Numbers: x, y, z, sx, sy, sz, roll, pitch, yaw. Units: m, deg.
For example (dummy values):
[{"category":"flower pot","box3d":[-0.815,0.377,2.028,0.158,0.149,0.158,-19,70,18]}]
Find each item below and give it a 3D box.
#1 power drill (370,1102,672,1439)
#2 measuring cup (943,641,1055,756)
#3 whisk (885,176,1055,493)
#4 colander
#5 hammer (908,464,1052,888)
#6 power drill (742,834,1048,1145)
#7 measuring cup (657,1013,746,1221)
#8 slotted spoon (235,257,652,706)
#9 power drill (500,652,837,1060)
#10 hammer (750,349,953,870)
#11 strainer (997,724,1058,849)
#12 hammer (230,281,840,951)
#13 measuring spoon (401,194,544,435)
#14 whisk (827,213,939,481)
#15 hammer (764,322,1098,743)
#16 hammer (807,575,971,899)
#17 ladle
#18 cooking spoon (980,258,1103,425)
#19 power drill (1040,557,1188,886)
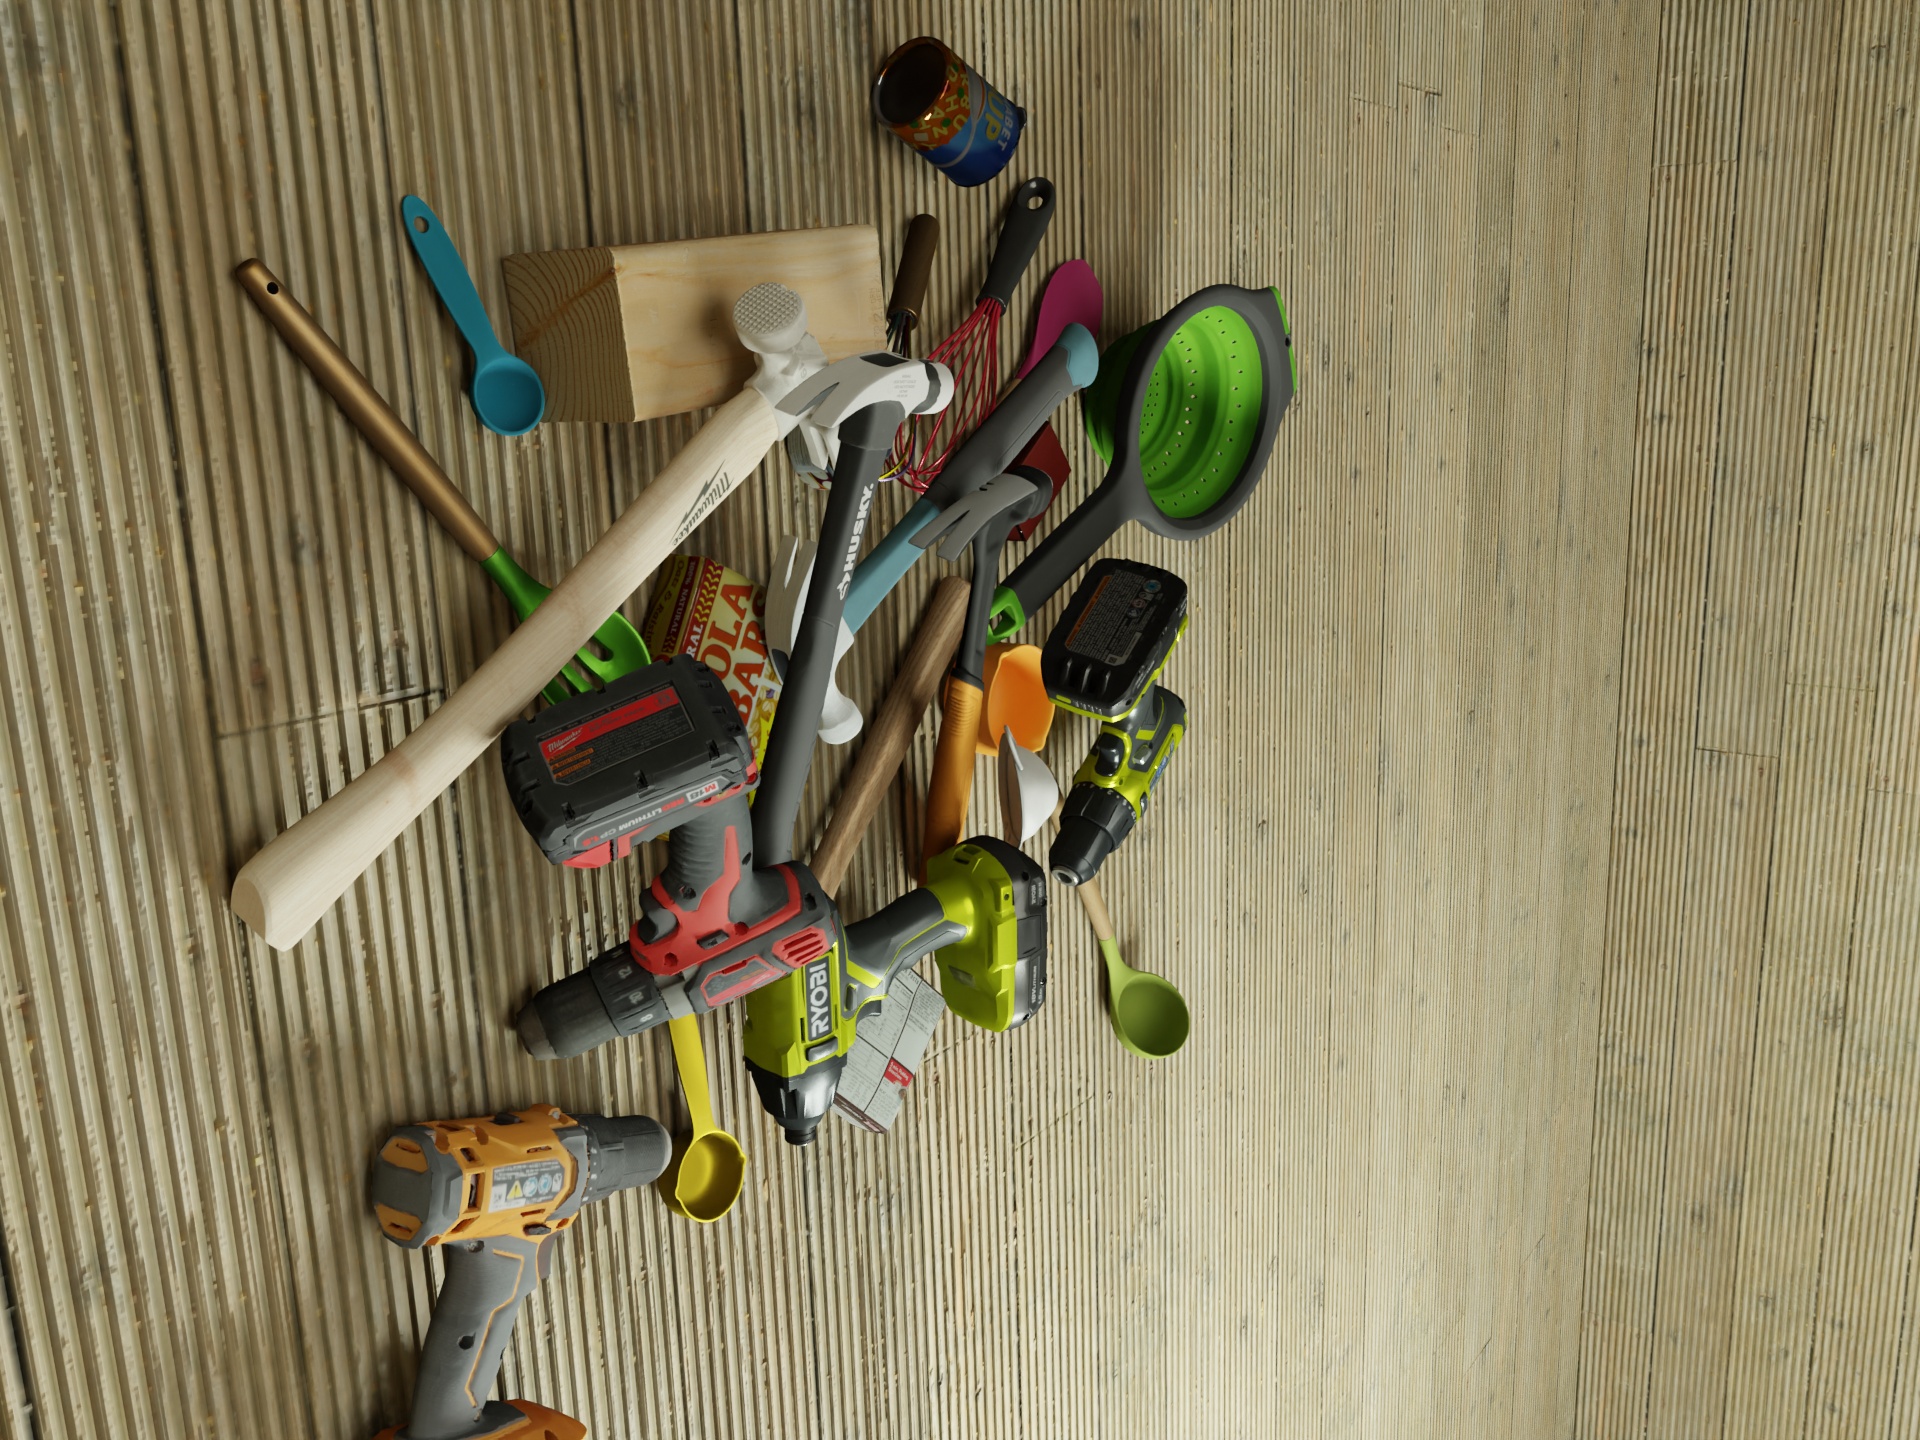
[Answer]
[{"category":"power drill","box3d":[-0.244,0.329,0.888,0.185,0.084,0.226,9,84,-55]},{"category":"measuring cup","box3d":[0.047,-0.045,1.224,0.174,0.052,0.095,-56,136,-33]},{"category":"whisk","box3d":[0.015,-0.281,1.132,0.073,0.073,0.296,50,52,-45]},{"category":"colander","box3d":[0.116,-0.202,1.262,0.397,0.095,0.204,-45,135,-24]},{"category":"hammer","box3d":[-0.002,-0.003,1.089,0.127,0.034,0.336,-39,146,-46]},{"category":"power drill","box3d":[-0.046,0.174,1.065,0.223,0.080,0.171,-15,111,-41]},{"category":"measuring cup","box3d":[-0.176,0.240,1.011,0.062,0.029,0.156,-15,96,-51]},{"category":"slotted spoon","box3d":[-0.260,-0.108,0.825,0.070,0.031,0.313,-59,136,-28]},{"category":"power drill","box3d":[-0.174,0.089,0.857,0.188,0.080,0.226,-24,139,-11]},{"category":"hammer","box3d":[-0.086,-0.046,0.919,0.146,0.035,0.334,-25,133,-63]},{"category":"strainer","box3d":[0.034,0.102,1.180,0.050,0.087,0.258,1,131,-13]},{"category":"hammer","box3d":[-0.205,-0.043,0.827,0.411,0.038,0.146,-49,155,-16]},{"category":"measuring spoon","box3d":[-0.258,-0.207,0.823,0.042,0.021,0.128,-41,118,-38]},{"category":"whisk","box3d":[-0.046,-0.246,1.032,0.051,0.047,0.245,47,41,-42]},{"category":"hammer","box3d":[-0.010,-0.143,1.041,0.331,0.033,0.128,-50,136,-23]},{"category":"hammer","box3d":[-0.064,0.039,1.108,0.129,0.031,0.331,49,58,-46]},{"category":"ladle","box3d":[0.128,0.166,1.367,0.078,0.062,0.319,-48,129,-37]},{"category":"cooking spoon","box3d":[0.033,-0.235,1.197,0.068,0.017,0.319,53,55,-35]},{"category":"power drill","box3d":[0.117,0.005,1.238,0.191,0.080,0.228,-58,156,-31]}]
